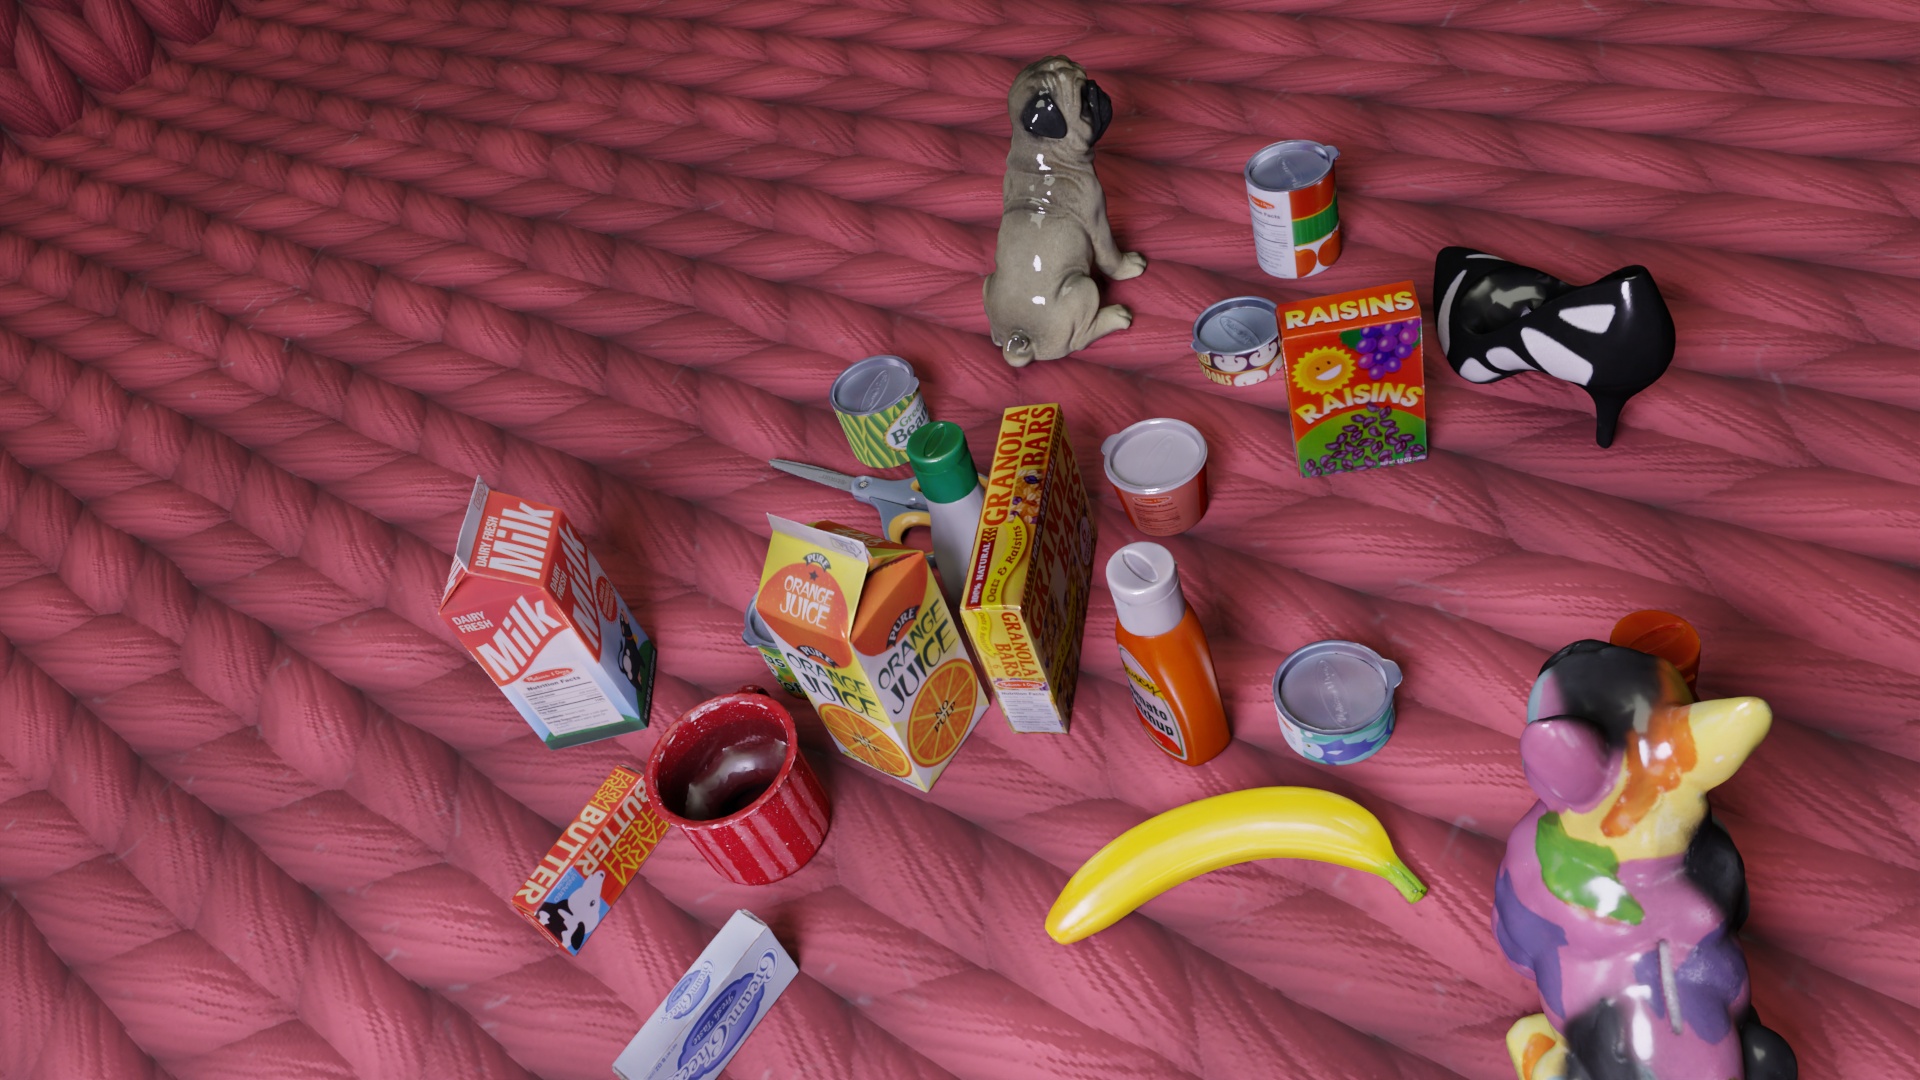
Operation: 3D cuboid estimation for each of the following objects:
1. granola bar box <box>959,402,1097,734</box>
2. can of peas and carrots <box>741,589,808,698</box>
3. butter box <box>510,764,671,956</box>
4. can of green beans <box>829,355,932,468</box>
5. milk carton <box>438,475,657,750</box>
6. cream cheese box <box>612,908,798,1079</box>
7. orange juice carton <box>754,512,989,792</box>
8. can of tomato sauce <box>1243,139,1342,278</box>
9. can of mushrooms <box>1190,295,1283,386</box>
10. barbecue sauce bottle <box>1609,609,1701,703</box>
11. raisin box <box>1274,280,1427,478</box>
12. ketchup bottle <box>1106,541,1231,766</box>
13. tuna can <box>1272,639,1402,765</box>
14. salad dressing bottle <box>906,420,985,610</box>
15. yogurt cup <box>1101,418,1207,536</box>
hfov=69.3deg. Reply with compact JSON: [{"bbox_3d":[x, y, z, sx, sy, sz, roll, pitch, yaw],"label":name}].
[{"bbox_3d":[0.045,0.017,0.855,0.039,0.123,0.166,-3,47,18],"label":"granola bar box"},{"bbox_3d":[-0.102,0.063,0.913,0.071,0.058,0.071,-11,45,11],"label":"can of peas and carrots"},{"bbox_3d":[-0.219,0.192,0.838,0.024,0.053,0.104,15,55,31],"label":"butter box"},{"bbox_3d":[-0.059,-0.097,1.050,0.071,0.057,0.071,-11,45,11],"label":"can of green beans"},{"bbox_3d":[-0.271,0.047,0.897,0.073,0.189,0.073,-14,45,8],"label":"milk carton"},{"bbox_3d":[-0.135,0.255,0.745,0.024,0.053,0.104,20,58,35],"label":"cream cheese box"},{"bbox_3d":[-0.053,0.056,0.805,0.072,0.191,0.073,18,57,33],"label":"orange juice carton"},{"bbox_3d":[0.258,-0.254,1.064,0.071,0.082,0.071,-11,45,11],"label":"can of tomato sauce"},{"bbox_3d":[0.203,-0.145,1.016,0.071,0.033,0.071,-11,45,11],"label":"can of mushrooms"},{"bbox_3d":[0.325,0.093,0.660,0.065,0.147,0.044,-25,44,-3],"label":"barbecue sauce bottle"},{"bbox_3d":[0.253,-0.101,0.891,0.086,0.122,0.040,-8,46,14],"label":"raisin box"},{"bbox_3d":[0.113,0.061,0.770,0.043,0.148,0.065,-34,45,-12],"label":"ketchup bottle"},{"bbox_3d":[0.214,0.091,0.786,0.071,0.032,0.071,-11,45,11],"label":"tuna can"},{"bbox_3d":[0.003,-0.011,0.881,0.044,0.147,0.064,6,51,25],"label":"salad dressing bottle"},{"bbox_3d":[0.134,-0.040,0.926,0.072,0.053,0.073,-11,45,11],"label":"yogurt cup"}]
